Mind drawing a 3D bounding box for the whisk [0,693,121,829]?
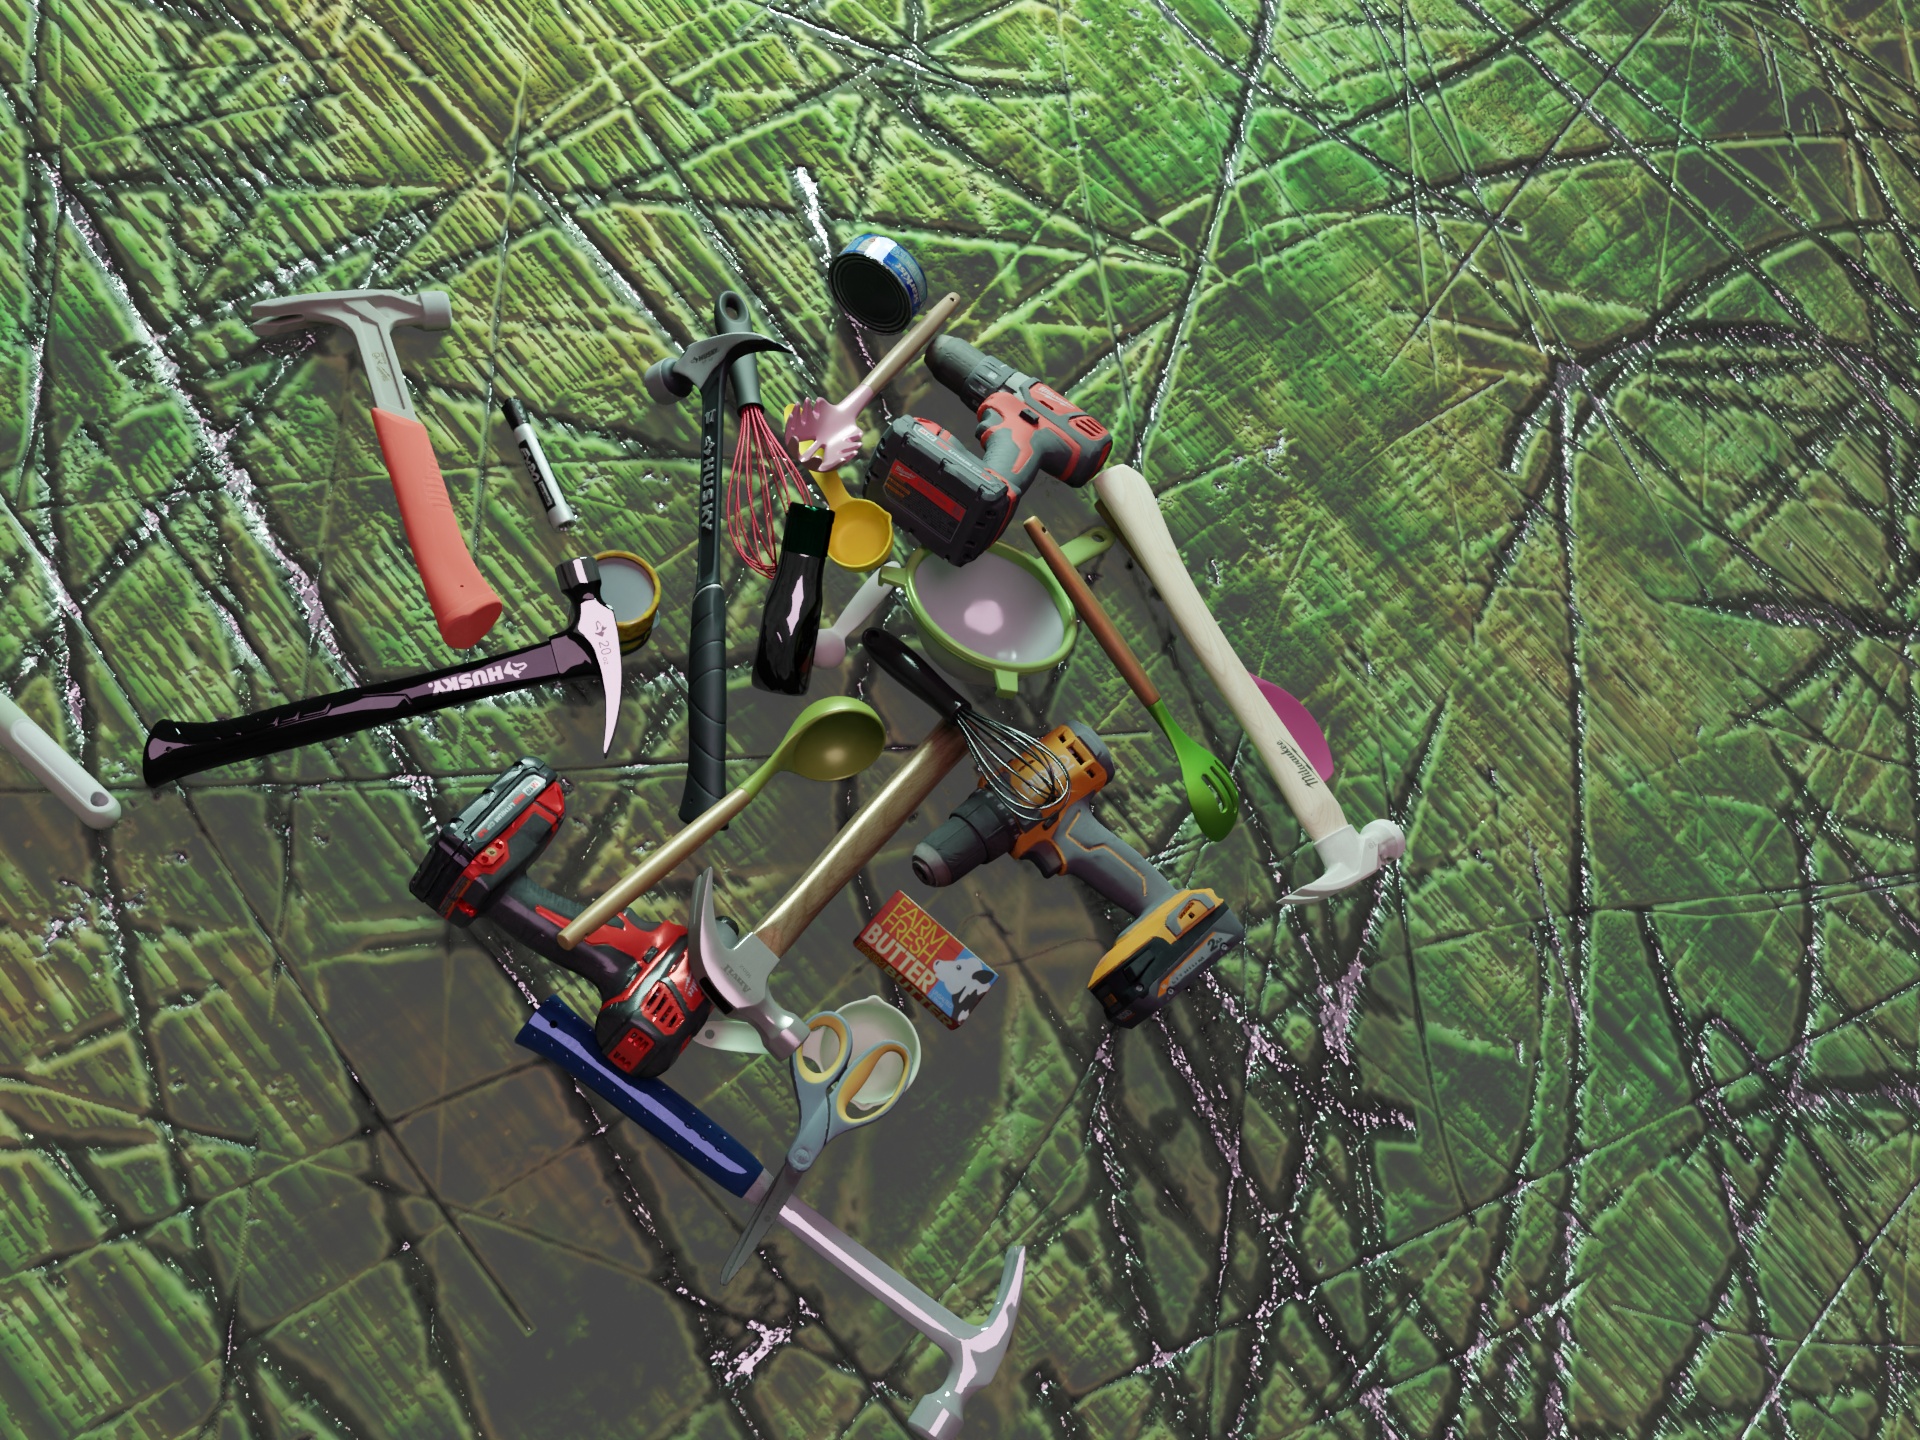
[{"bbox_3d":[-0.662,-0.015,1.074,0.246,0.059,0.058,44,34,-2],"label":"whisk"}]

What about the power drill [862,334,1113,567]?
[{"bbox_3d":[0.009,-0.241,1.346,0.188,0.080,0.227,37,42,9],"label":"power drill"}]

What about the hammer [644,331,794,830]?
[{"bbox_3d":[-0.192,-0.114,1.239,0.036,0.149,0.409,16,67,-48],"label":"hammer"}]

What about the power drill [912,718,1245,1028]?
[{"bbox_3d":[0.088,0.131,1.243,0.185,0.084,0.226,-34,78,-25],"label":"power drill"}]

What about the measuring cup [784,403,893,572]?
[{"bbox_3d":[-0.103,-0.188,1.285,0.062,0.029,0.157,-28,74,0],"label":"measuring cup"}]

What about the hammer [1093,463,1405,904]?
[{"bbox_3d":[0.220,-0.039,1.345,0.146,0.038,0.411,-19,74,-40],"label":"hammer"}]

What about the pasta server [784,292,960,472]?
[{"bbox_3d":[-0.064,-0.291,1.327,0.060,0.040,0.316,40,46,-6],"label":"pasta server"}]

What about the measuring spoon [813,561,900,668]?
[{"bbox_3d":[-0.085,-0.092,1.310,0.034,0.018,0.124,37,61,0],"label":"measuring spoon"}]

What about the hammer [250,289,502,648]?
[{"bbox_3d":[-0.420,-0.196,1.182,0.149,0.036,0.359,-12,56,-24],"label":"hammer"}]

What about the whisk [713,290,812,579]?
[{"bbox_3d":[-0.172,-0.242,1.325,0.073,0.073,0.296,-4,63,-20],"label":"whisk"}]

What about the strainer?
[{"bbox_3d":[0.046,-0.100,1.341,0.151,0.069,0.256,43,44,13],"label":"strainer"}]

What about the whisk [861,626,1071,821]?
[{"bbox_3d":[-0.002,-0.003,1.247,0.055,0.055,0.239,-31,55,-26],"label":"whisk"}]

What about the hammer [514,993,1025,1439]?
[{"bbox_3d":[-0.133,0.325,1.111,0.405,0.035,0.144,38,62,0],"label":"hammer"}]

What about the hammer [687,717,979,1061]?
[{"bbox_3d":[-0.083,0.094,1.185,0.130,0.031,0.331,46,49,-5],"label":"hammer"}]

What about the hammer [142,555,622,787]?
[{"bbox_3d":[-0.404,-0.008,1.132,0.334,0.035,0.146,-15,85,-13],"label":"hammer"}]

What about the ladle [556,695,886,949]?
[{"bbox_3d":[-0.164,0.074,1.144,0.062,0.078,0.320,31,43,17],"label":"ladle"}]

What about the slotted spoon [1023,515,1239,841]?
[{"bbox_3d":[0.144,-0.035,1.308,0.313,0.031,0.070,55,40,-8],"label":"slotted spoon"}]

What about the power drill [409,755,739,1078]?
[{"bbox_3d":[-0.257,0.135,1.114,0.219,0.078,0.143,40,38,-3],"label":"power drill"}]

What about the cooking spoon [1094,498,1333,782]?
[{"bbox_3d":[0.219,-0.071,1.402,0.069,0.017,0.319,-33,82,-31],"label":"cooking spoon"}]

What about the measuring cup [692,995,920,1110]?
[{"bbox_3d":[-0.114,0.238,1.154,0.167,0.038,0.083,9,67,-10],"label":"measuring cup"}]
